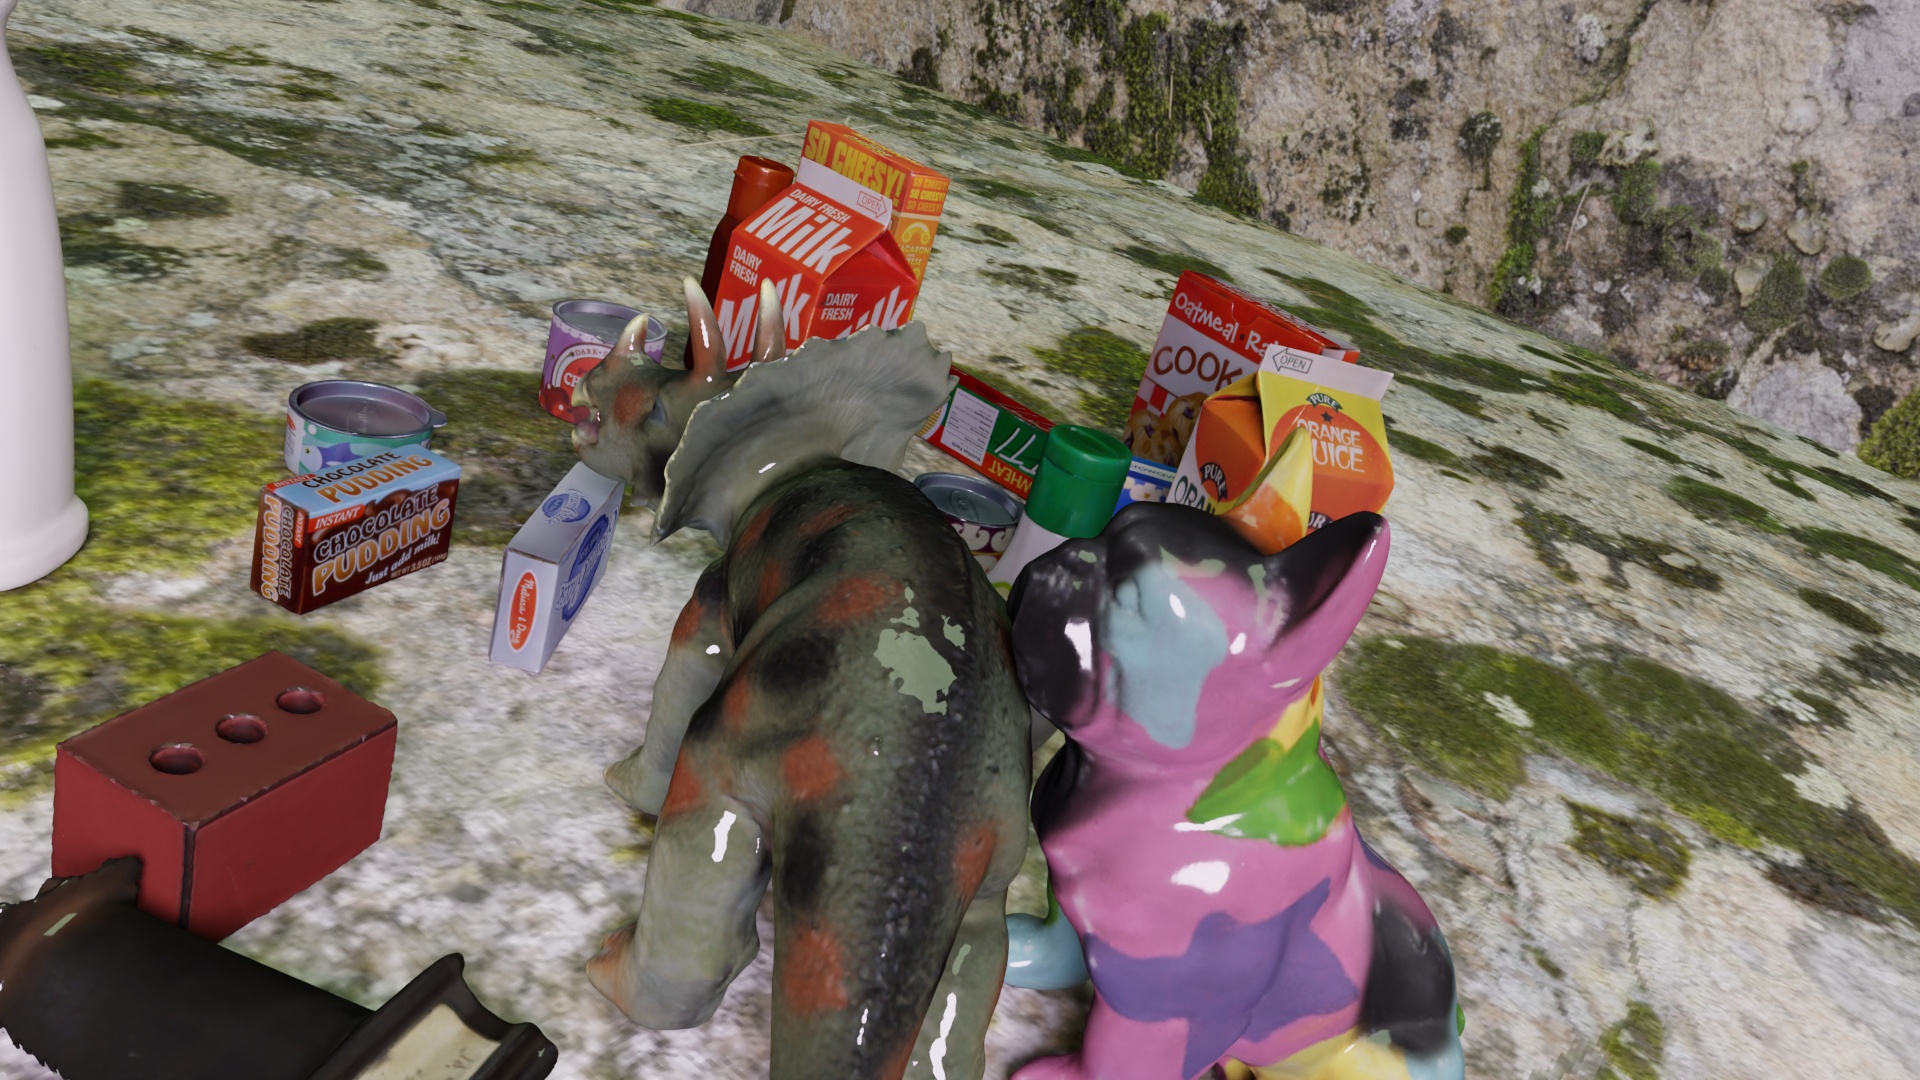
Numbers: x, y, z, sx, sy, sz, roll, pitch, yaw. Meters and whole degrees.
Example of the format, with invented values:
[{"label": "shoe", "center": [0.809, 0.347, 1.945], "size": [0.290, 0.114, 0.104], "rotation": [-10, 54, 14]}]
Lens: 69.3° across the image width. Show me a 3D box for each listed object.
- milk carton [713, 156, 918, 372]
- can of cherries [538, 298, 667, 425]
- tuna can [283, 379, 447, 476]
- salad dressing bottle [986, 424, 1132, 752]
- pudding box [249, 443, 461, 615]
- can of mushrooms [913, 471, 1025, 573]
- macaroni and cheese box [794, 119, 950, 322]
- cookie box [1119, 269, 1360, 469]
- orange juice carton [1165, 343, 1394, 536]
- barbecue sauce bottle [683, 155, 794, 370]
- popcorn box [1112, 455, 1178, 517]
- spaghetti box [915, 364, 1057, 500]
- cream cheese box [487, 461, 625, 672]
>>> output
[{"label": "milk carton", "center": [-0.084, -0.099, 0.732], "size": [0.072, 0.189, 0.074], "rotation": [33, 27, 32]}, {"label": "can of cherries", "center": [-0.211, -0.103, 0.817], "size": [0.071, 0.058, 0.072], "rotation": [15, 23, -6]}, {"label": "tuna can", "center": [-0.289, -0.050, 0.675], "size": [0.071, 0.032, 0.071], "rotation": [15, 23, -6]}, {"label": "salad dressing bottle", "center": [0.033, 0.023, 0.597], "size": [0.044, 0.147, 0.064], "rotation": [-5, 31, -43]}, {"label": "pudding box", "center": [-0.252, -0.007, 0.583], "size": [0.030, 0.049, 0.084], "rotation": [25, 24, 16]}, {"label": "can of mushrooms", "center": [0.003, -0.010, 0.795], "size": [0.071, 0.033, 0.071], "rotation": [15, 23, -6]}, {"label": "macaroni and cheese box", "center": [-0.079, -0.200, 0.993], "size": [0.040, 0.165, 0.124], "rotation": [-5, 32, -44]}, {"label": "cookie box", "center": [0.163, -0.069, 0.873], "size": [0.040, 0.166, 0.123], "rotation": [-2, 30, -39]}, {"label": "orange juice carton", "center": [0.143, 0.001, 0.671], "size": [0.072, 0.191, 0.073], "rotation": [9, 24, -20]}, {"label": "barbecue sauce bottle", "center": [-0.145, -0.176, 0.916], "size": [0.044, 0.148, 0.065], "rotation": [2, 27, -34]}, {"label": "popcorn box", "center": [0.123, 0.007, 0.779], "size": [0.127, 0.085, 0.038], "rotation": [16, 23, -5]}, {"label": "spaghetti box", "center": [0.047, -0.054, 0.906], "size": [0.250, 0.050, 0.029], "rotation": [33, 27, 31]}, {"label": "cream cheese box", "center": [-0.173, 0.009, 0.600], "size": [0.024, 0.053, 0.104], "rotation": [16, 23, -5]}]
